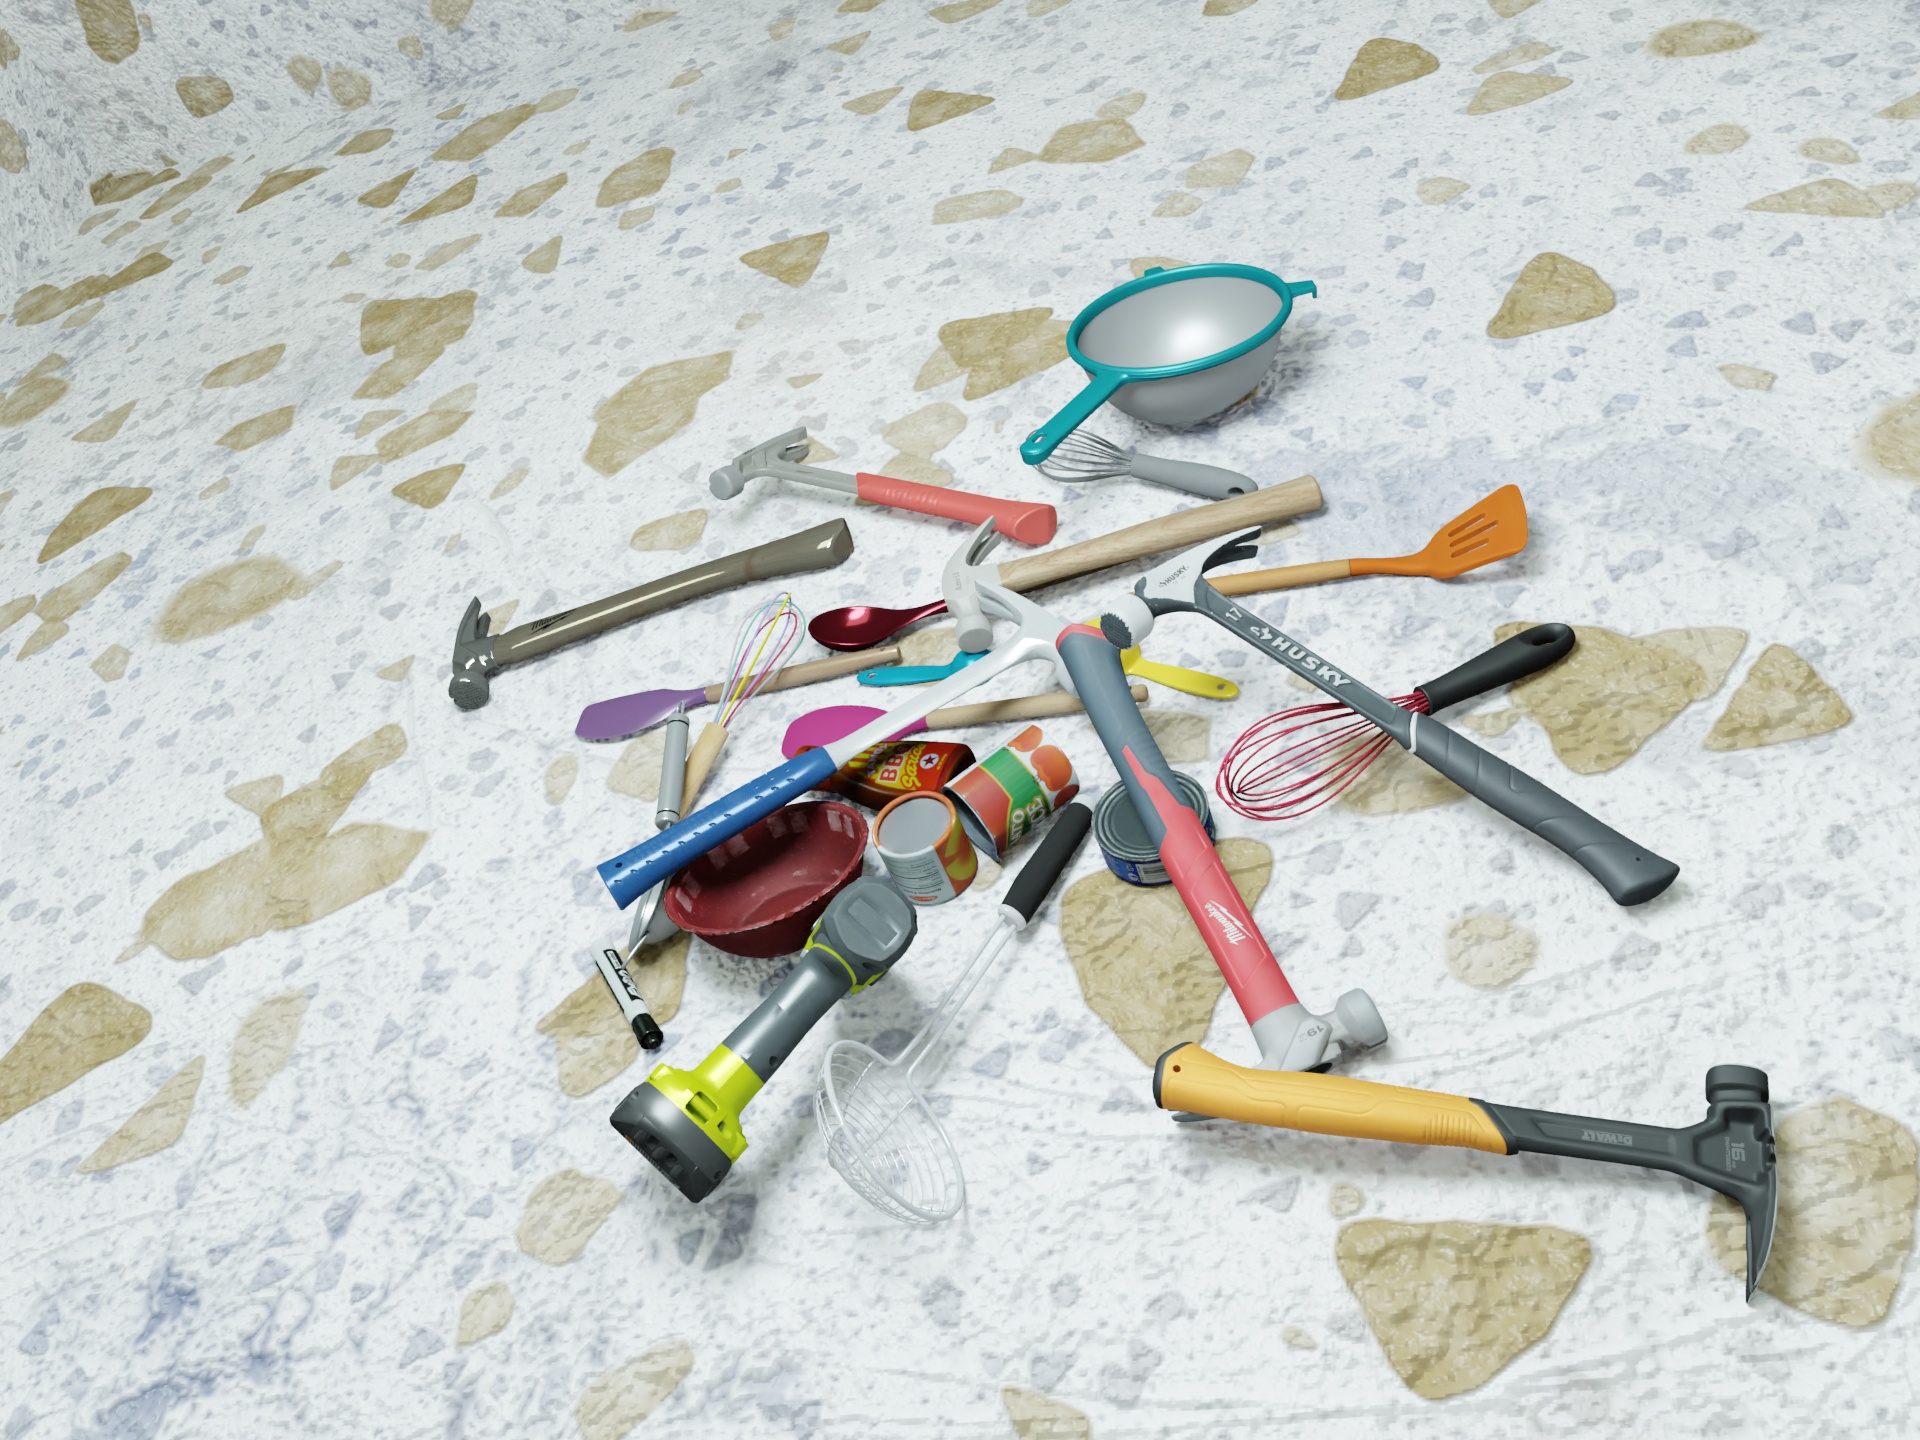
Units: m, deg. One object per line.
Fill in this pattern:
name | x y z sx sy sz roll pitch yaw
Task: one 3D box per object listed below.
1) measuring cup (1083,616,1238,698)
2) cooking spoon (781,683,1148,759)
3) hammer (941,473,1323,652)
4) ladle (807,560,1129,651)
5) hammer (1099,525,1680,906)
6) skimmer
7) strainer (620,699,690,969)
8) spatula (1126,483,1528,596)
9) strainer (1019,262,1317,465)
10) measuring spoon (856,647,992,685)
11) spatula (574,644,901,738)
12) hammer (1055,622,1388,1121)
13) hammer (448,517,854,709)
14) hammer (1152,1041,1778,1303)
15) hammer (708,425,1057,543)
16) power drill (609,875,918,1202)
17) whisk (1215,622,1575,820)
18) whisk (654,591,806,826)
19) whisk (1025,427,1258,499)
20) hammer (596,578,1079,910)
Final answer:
measuring cup | 0.154 -0.048 1.272 0.157 0.029 0.062 19 56 39
cooking spoon | -0.002 -0.004 1.306 0.319 0.017 0.069 -7 45 19
hammer | 0.145 -0.153 1.362 0.331 0.031 0.130 -16 47 2
ladle | 0.019 -0.112 1.403 0.315 0.031 0.069 -15 34 6
hammer | 0.295 -0.005 1.084 0.409 0.036 0.149 36 58 27
skimmer | 0.022 0.170 1.060 0.090 0.127 0.363 -26 20 51
strainer | -0.233 0.087 1.275 0.050 0.086 0.259 16 50 -22
spatula | 0.289 -0.127 1.286 0.322 0.041 0.081 -7 45 19
strainer | 0.172 -0.303 1.468 0.211 0.095 0.340 19 52 39
measuring spoon | -0.032 -0.046 1.359 0.128 0.021 0.042 -4 45 18
spatula | -0.202 -0.027 1.420 0.316 0.018 0.060 -12 39 14
hammer | 0.134 0.084 1.088 0.143 0.038 0.387 -25 53 0
hammer | -0.303 -0.126 1.556 0.410 0.038 0.146 -18 41 6
hammer | 0.274 0.233 0.897 0.337 0.034 0.127 4 48 19
hammer | -0.063 -0.224 1.533 0.359 0.036 0.149 16 34 30
power drill | -0.125 0.208 1.057 0.080 0.171 0.223 43 70 3
whisk | 0.315 -0.007 1.141 0.296 0.073 0.073 -24 41 -10
whisk | -0.198 -0.009 1.370 0.047 0.051 0.245 -4 53 48
whisk | 0.161 -0.229 1.449 0.239 0.055 0.055 18 56 31
hammer | -0.094 0.021 1.225 0.405 0.035 0.144 -30 49 -13
